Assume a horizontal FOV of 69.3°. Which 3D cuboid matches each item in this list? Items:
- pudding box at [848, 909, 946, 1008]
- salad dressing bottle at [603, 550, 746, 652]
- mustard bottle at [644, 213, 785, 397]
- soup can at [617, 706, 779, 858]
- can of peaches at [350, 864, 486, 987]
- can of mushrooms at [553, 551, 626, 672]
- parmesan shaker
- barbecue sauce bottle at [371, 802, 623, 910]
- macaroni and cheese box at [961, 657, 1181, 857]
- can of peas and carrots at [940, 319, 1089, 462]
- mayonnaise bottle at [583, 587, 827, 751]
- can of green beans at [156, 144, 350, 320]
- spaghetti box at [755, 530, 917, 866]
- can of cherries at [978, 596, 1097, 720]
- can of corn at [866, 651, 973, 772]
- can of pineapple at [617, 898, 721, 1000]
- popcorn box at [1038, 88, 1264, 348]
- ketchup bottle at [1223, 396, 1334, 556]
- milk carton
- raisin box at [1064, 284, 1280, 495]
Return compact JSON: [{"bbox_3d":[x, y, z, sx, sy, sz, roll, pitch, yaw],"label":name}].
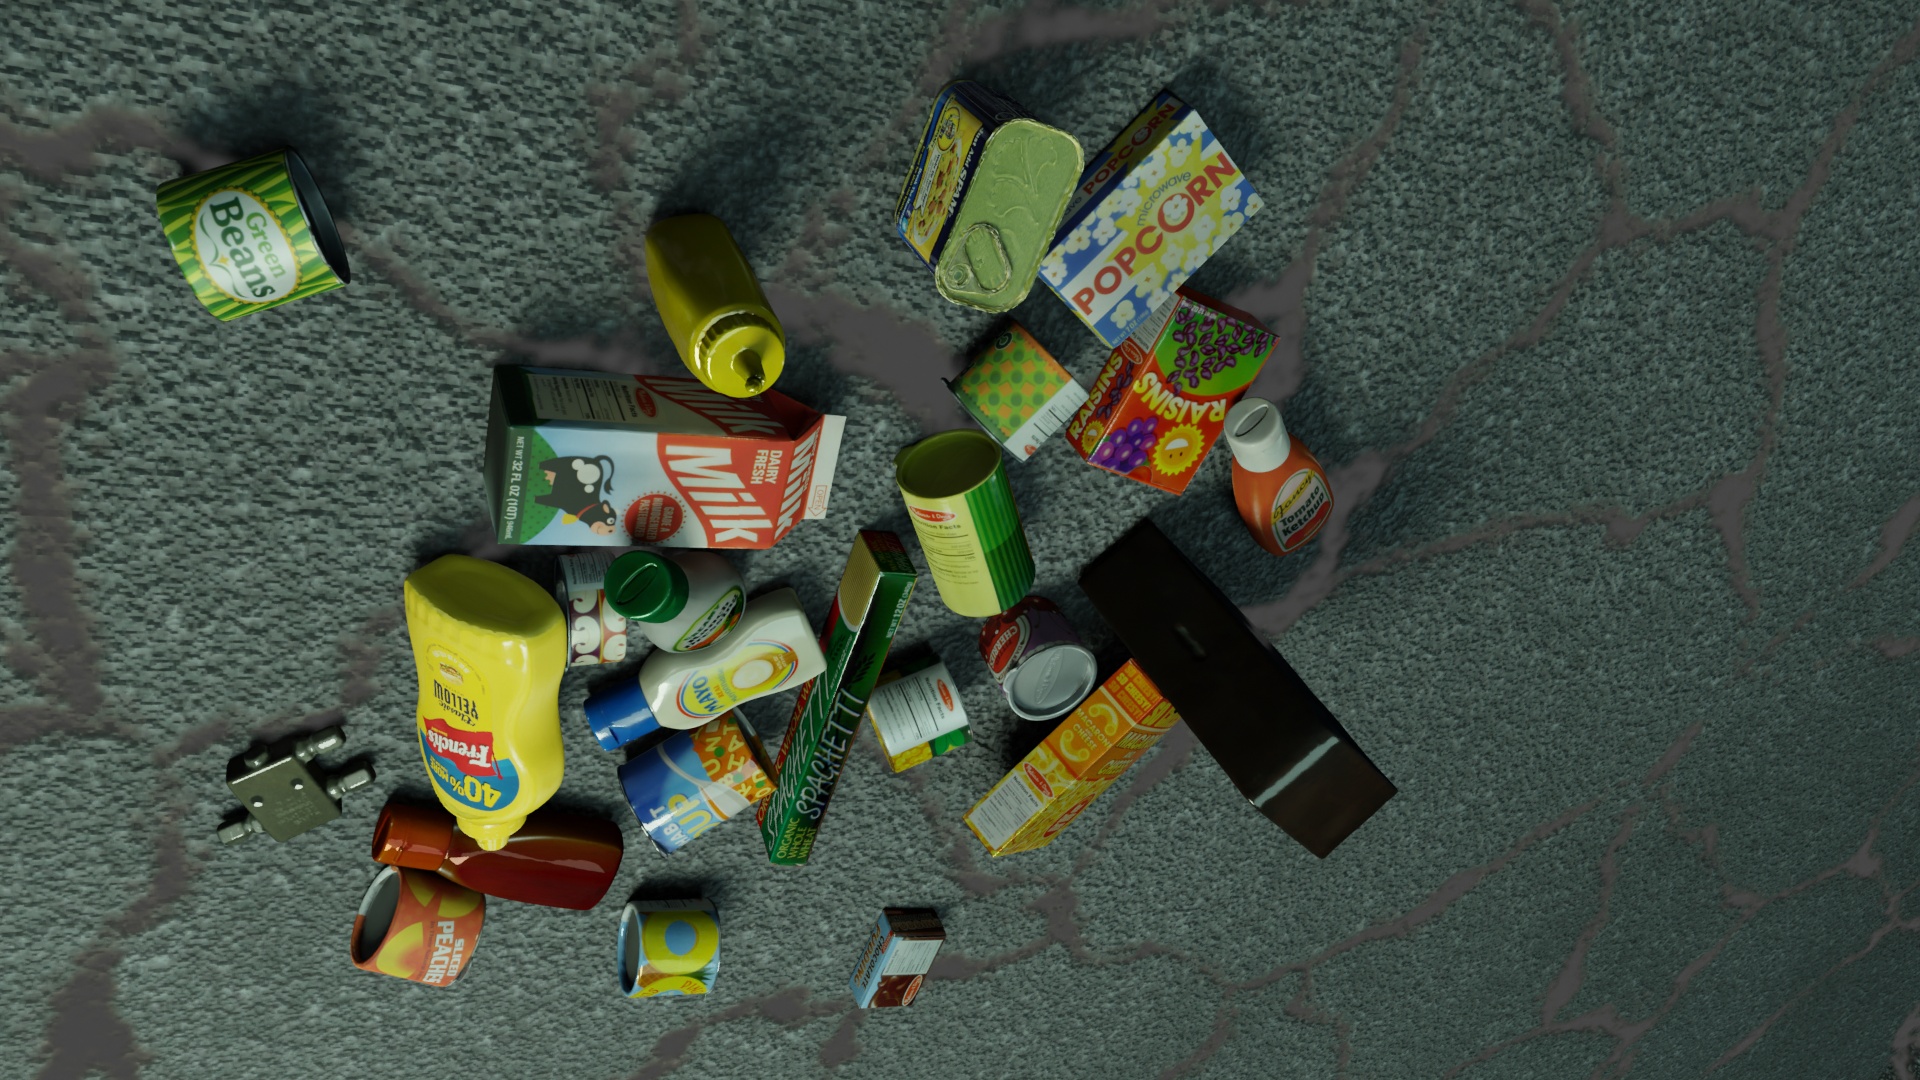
[{"bbox_3d":[-0.051,0.334,1.109,0.050,0.030,0.083,8,119,-30],"label":"pudding box"},{"bbox_3d":[-0.161,0.032,0.785,0.064,0.044,0.147,-45,172,-2],"label":"salad dressing bottle"},{"bbox_3d":[-0.118,-0.109,0.687,0.049,0.161,0.065,-18,129,-14],"label":"mustard bottle"},{"bbox_3d":[-0.169,0.156,0.905,0.084,0.071,0.071,-30,130,-3],"label":"soup can"},{"bbox_3d":[-0.345,0.246,0.885,0.058,0.071,0.071,30,107,-36],"label":"can of peaches"},{"bbox_3d":[-0.216,0.042,0.806,0.033,0.071,0.070,-5,124,-23],"label":"can of mushrooms"},{"bbox_3d":[0.003,-0.011,0.876,0.071,0.071,0.102,-25,130,-7],"label":"parmesan shaker"},{"bbox_3d":[-0.297,0.199,0.893,0.148,0.044,0.064,19,112,-33],"label":"barbecue sauce bottle"},{"bbox_3d":[0.091,0.159,1.013,0.166,0.040,0.123,-45,160,9],"label":"macaroni and cheese box"},{"bbox_3d":[0.033,-0.092,0.833,0.058,0.071,0.071,-44,129,8],"label":"can of peas and carrots"},{"bbox_3d":[-0.162,0.086,0.878,0.148,0.041,0.064,-25,129,-8],"label":"mayonnaise bottle"},{"bbox_3d":[-0.321,-0.139,0.633,0.058,0.071,0.071,-21,129,-10],"label":"can of green beans"},{"bbox_3d":[-0.086,0.110,0.925,0.029,0.050,0.248,8,119,-27],"label":"spaghetti box"},{"bbox_3d":[0.051,0.080,0.963,0.071,0.058,0.071,-12,128,-16],"label":"can of cherries"},{"bbox_3d":[-0.030,0.118,0.948,0.058,0.071,0.070,-22,129,-9],"label":"can of corn"},{"bbox_3d":[-0.206,0.289,0.980,0.058,0.071,0.070,6,120,-27],"label":"can of pineapple"},{"bbox_3d":[0.105,-0.186,0.816,0.126,0.038,0.085,-44,129,8],"label":"popcorn box"},{"bbox_3d":[0.210,-0.045,0.935,0.065,0.043,0.148,-45,146,-2],"label":"ketchup bottle"},{"bbox_3d":[-0.159,-0.044,0.769,0.191,0.074,0.072,1,122,-26],"label":"milk carton"},{"bbox_3d":[0.135,-0.097,0.892,0.086,0.040,0.123,15,115,-33],"label":"raisin box"}]
